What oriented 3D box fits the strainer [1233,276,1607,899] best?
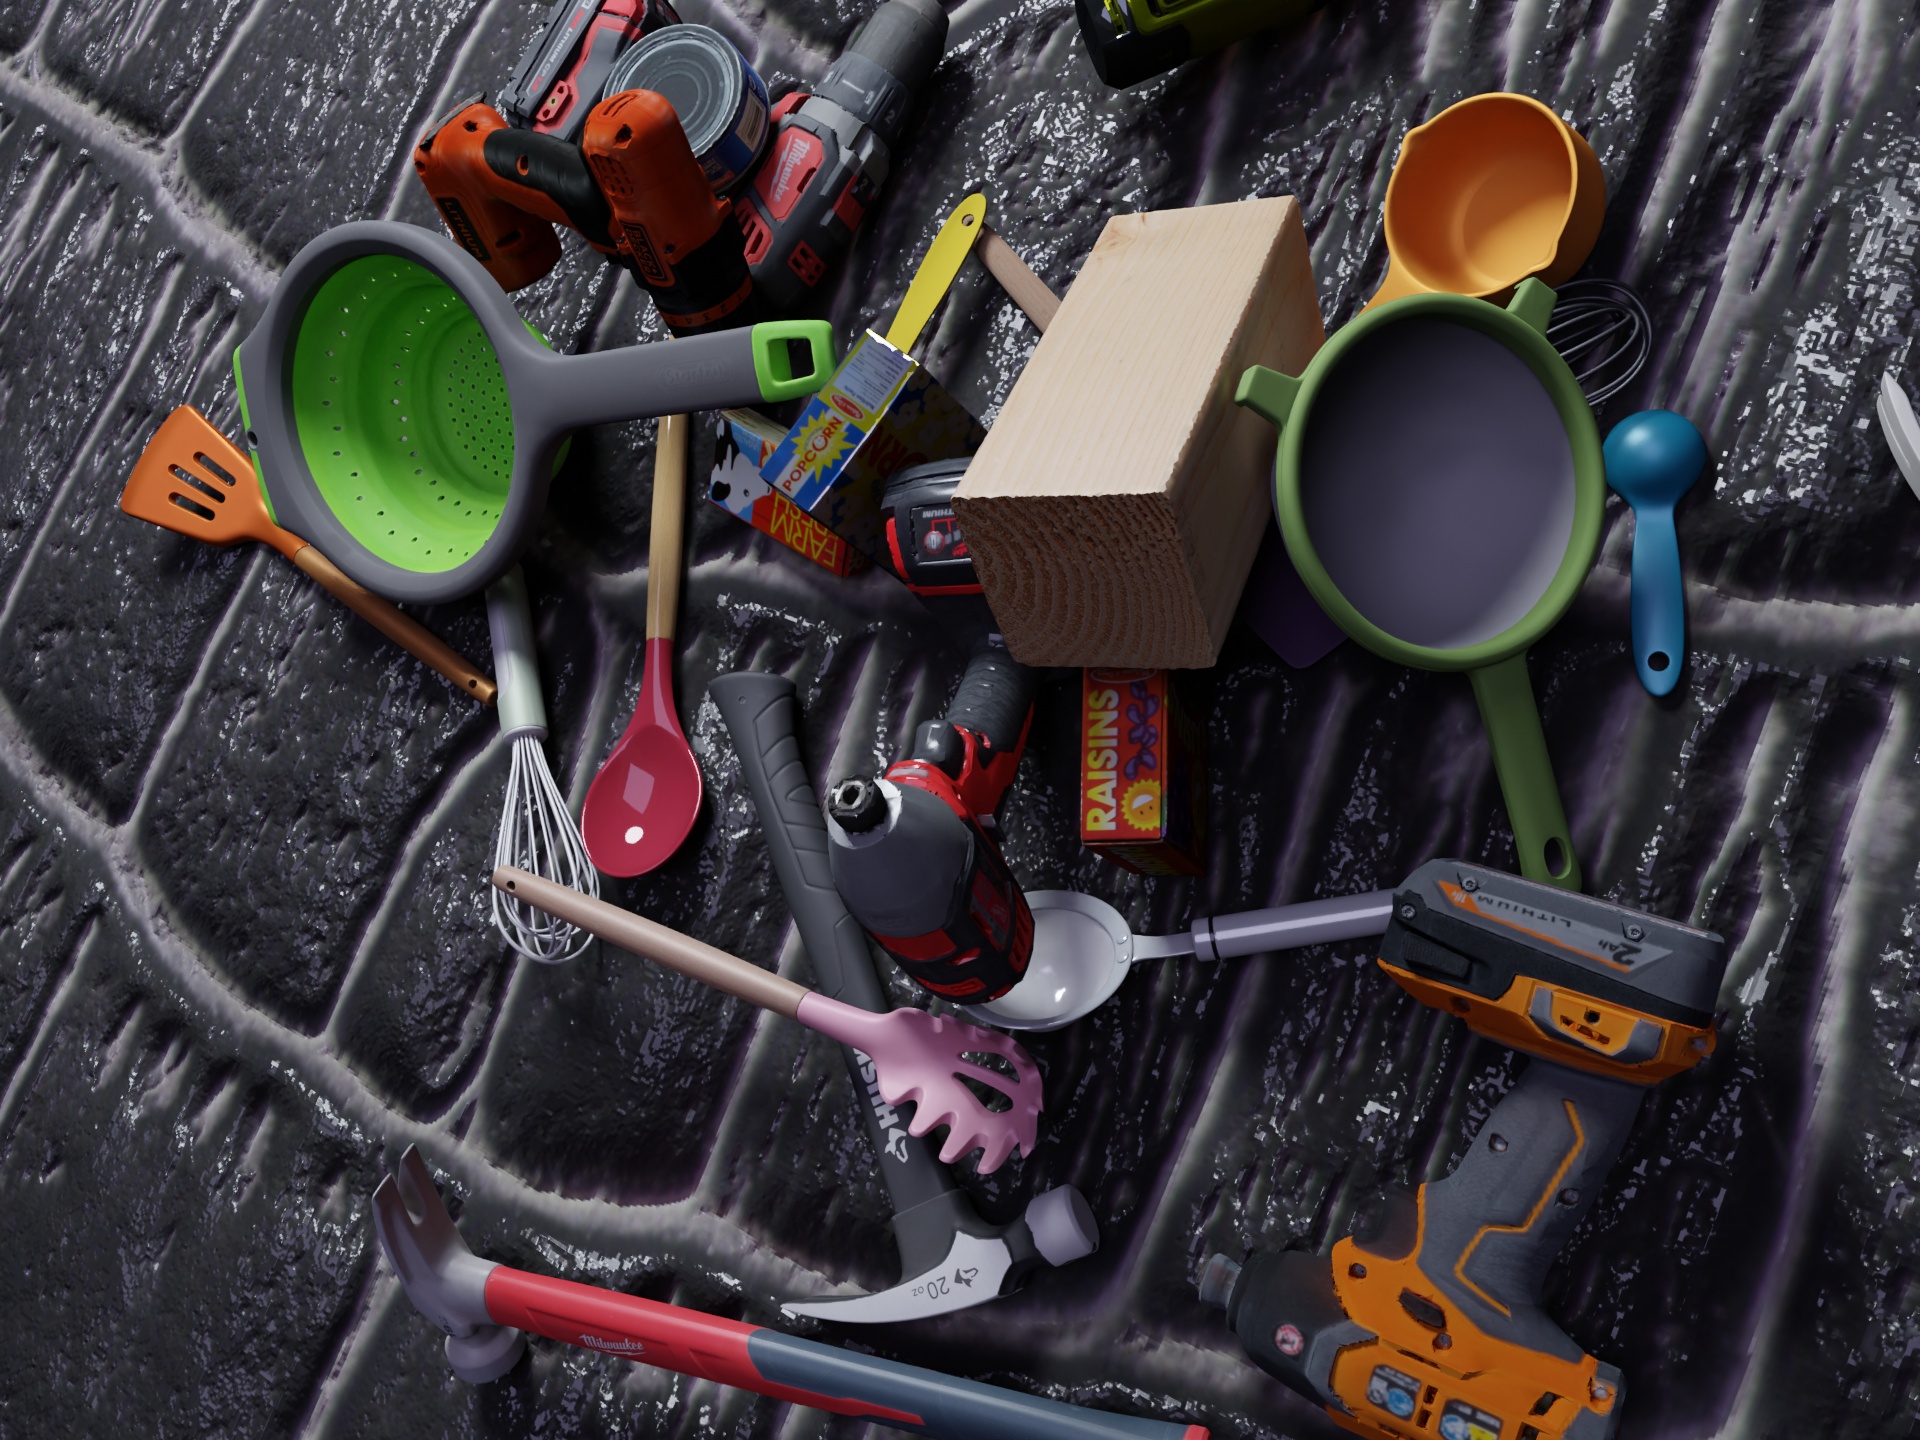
[{"bbox_3d":[0.201,-0.045,0.664,0.151,0.069,0.256,-21,98,-17],"label":"strainer"}]

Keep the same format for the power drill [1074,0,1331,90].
[{"bbox_3d":[0.113,-0.448,0.782,0.171,0.080,0.223,-21,92,4],"label":"power drill"}]

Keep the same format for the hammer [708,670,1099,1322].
[{"bbox_3d":[-0.061,0.122,0.771,0.146,0.035,0.335,-28,68,14],"label":"hammer"}]

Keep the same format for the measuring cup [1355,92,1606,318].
[{"bbox_3d":[0.218,-0.198,0.728,0.095,0.052,0.173,55,126,27],"label":"measuring cup"}]

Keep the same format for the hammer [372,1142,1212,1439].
[{"bbox_3d":[-0.083,0.277,0.704,0.386,0.143,0.038,5,37,20],"label":"hammer"}]

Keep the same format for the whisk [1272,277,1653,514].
[{"bbox_3d":[0.191,-0.128,0.712,0.239,0.055,0.055,-24,69,15],"label":"whisk"}]

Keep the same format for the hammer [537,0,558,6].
[{"bbox_3d":[-0.087,-0.463,0.879,0.405,0.144,0.035,-3,94,13],"label":"hammer"}]

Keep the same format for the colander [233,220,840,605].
[{"bbox_3d":[-0.215,-0.174,0.850,0.397,0.094,0.204,-1,105,29],"label":"colander"}]

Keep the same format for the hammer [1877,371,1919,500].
[{"bbox_3d":[0.557,-0.186,0.580,0.410,0.038,0.146,-36,65,11],"label":"hammer"}]

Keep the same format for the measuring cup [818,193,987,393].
[{"bbox_3d":[-0.022,-0.202,0.837,0.062,0.029,0.156,28,89,27],"label":"measuring cup"}]

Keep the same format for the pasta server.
[{"bbox_3d":[-0.099,0.124,0.739,0.316,0.040,0.060,18,97,23],"label":"pasta server"}]

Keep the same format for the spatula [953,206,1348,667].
[{"bbox_3d":[0.089,-0.153,0.784,0.060,0.018,0.316,-39,66,5],"label":"spatula"}]

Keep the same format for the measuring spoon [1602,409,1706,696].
[{"bbox_3d":[0.294,-0.074,0.672,0.042,0.021,0.129,-2,75,23],"label":"measuring spoon"}]

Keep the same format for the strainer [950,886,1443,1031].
[{"bbox_3d":[0.101,0.101,0.703,0.258,0.050,0.087,-11,35,15],"label":"strainer"}]

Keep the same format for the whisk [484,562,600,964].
[{"bbox_3d":[-0.238,0.016,0.869,0.058,0.059,0.247,-38,58,41],"label":"whisk"}]

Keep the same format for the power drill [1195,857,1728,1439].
[{"bbox_3d":[0.191,0.172,0.618,0.164,0.084,0.226,16,93,26],"label":"power drill"}]

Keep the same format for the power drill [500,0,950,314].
[{"bbox_3d":[-0.128,-0.352,0.897,0.227,0.080,0.188,34,92,24],"label":"power drill"}]

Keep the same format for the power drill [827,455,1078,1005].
[{"bbox_3d":[-0.001,-0.002,0.691,0.078,0.143,0.220,-3,57,24],"label":"power drill"}]

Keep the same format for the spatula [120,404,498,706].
[{"bbox_3d":[-0.390,-0.091,0.963,0.323,0.041,0.081,32,90,26],"label":"spatula"}]

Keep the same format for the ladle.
[{"bbox_3d":[-0.164,-0.068,0.868,0.069,0.031,0.316,-3,74,15],"label":"ladle"}]
